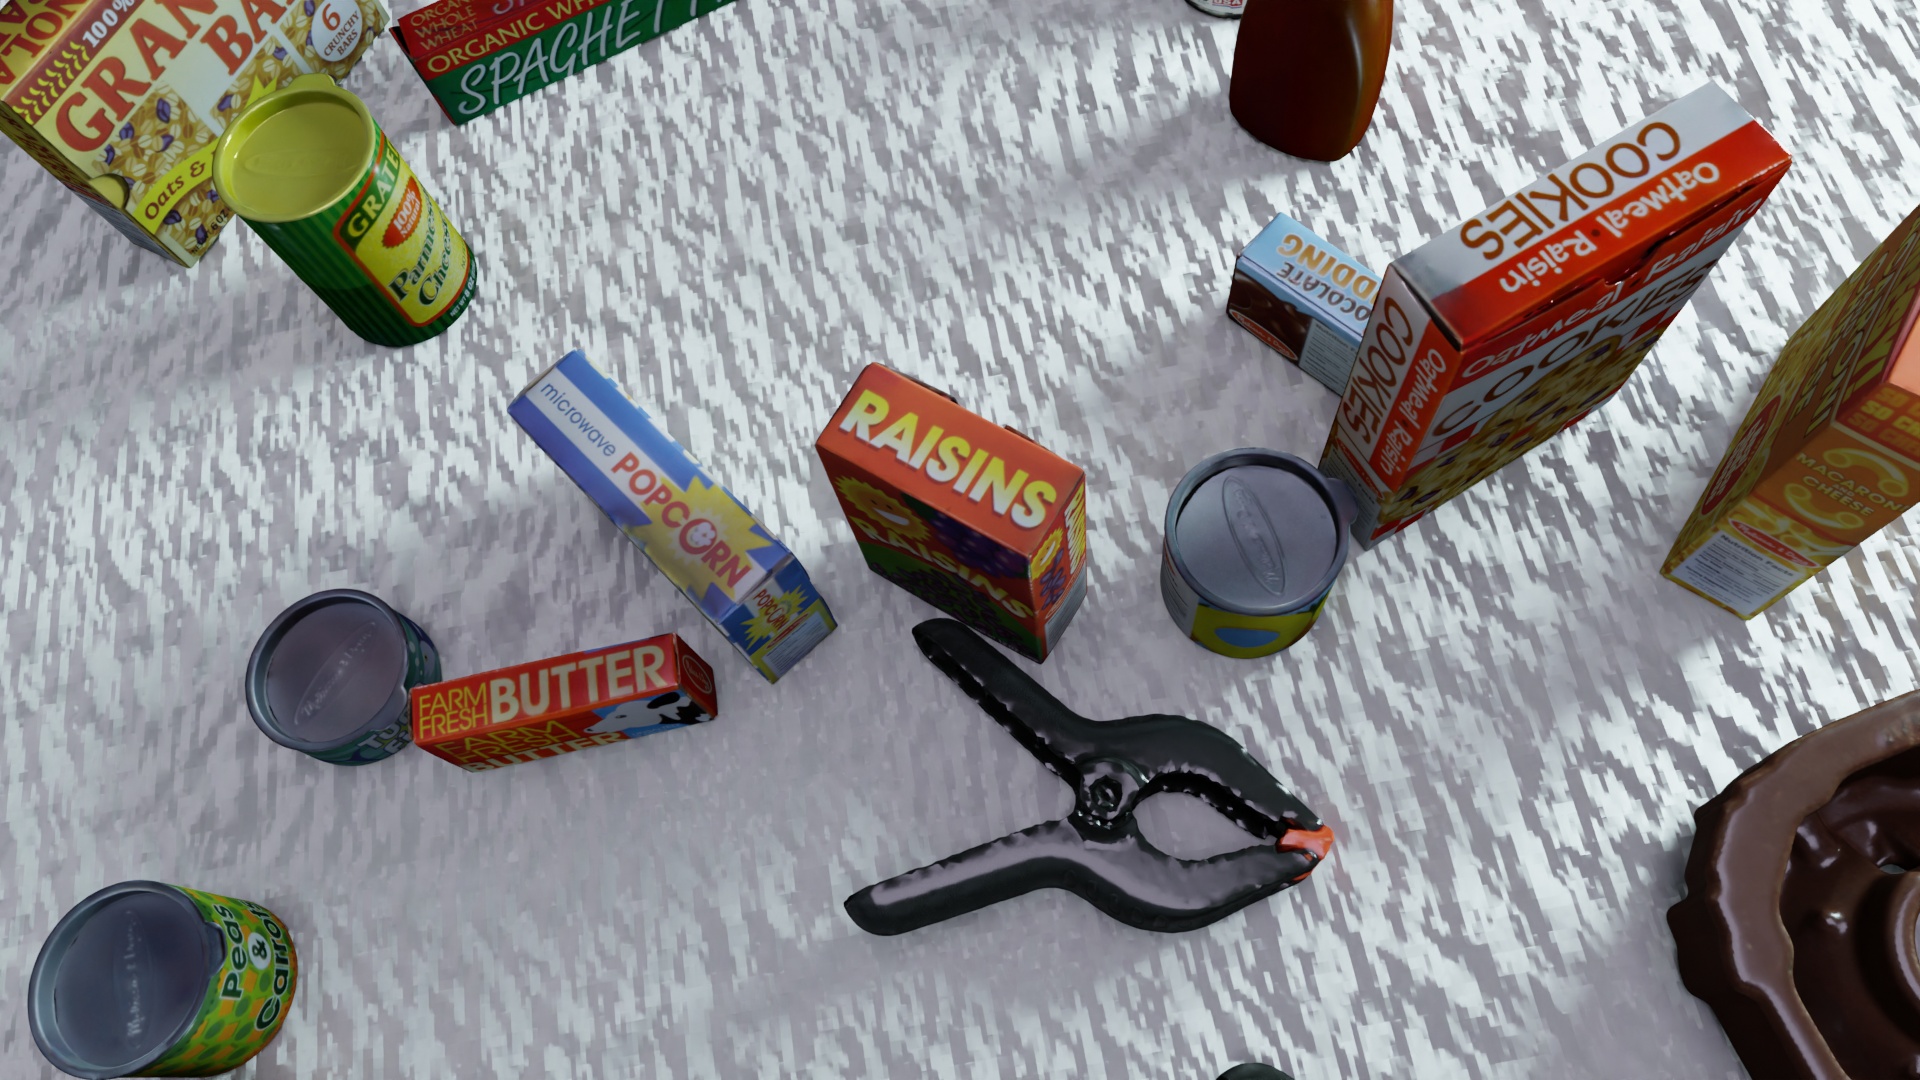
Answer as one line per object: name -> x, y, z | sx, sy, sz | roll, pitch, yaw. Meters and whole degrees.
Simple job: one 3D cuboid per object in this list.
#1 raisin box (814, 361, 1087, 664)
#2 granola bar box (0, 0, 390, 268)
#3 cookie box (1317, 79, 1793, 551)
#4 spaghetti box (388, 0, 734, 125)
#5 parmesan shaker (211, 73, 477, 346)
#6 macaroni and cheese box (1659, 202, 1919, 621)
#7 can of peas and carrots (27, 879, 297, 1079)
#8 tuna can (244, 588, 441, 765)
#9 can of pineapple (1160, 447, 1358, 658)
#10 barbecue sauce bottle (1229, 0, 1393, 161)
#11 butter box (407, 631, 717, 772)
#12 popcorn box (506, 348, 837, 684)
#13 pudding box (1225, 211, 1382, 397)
raisin box -> 0.002, -0.006, 0.506 | 0.086, 0.123, 0.040 | 29, 75, 15
granola bar box -> -0.346, -0.224, 0.626 | 0.039, 0.124, 0.166 | 25, 73, 14
cookie box -> 0.196, -0.068, 0.488 | 0.123, 0.167, 0.040 | -30, 69, -6
spaghetti box -> -0.144, -0.273, 0.665 | 0.250, 0.050, 0.029 | -27, 69, -5
parmesan shaker -> -0.258, -0.138, 0.595 | 0.071, 0.102, 0.071 | -2, 69, 5
macaroni and cheese box -> 0.311, -0.054, 0.472 | 0.040, 0.166, 0.124 | 31, 75, 16
can of peas and carrots -> -0.284, 0.159, 0.504 | 0.071, 0.058, 0.071 | -2, 69, 5
tuna can -> -0.243, 0.056, 0.555 | 0.071, 0.032, 0.071 | -2, 69, 5
can of pineapple -> 0.111, 0.006, 0.526 | 0.071, 0.057, 0.071 | -2, 69, 5
barbecue sauce bottle -> 0.146, -0.218, 0.562 | 0.065, 0.148, 0.044 | 30, 75, 16
butter box -> -0.150, 0.063, 0.532 | 0.103, 0.053, 0.024 | -12, 68, 1
popcorn box -> -0.110, -0.008, 0.539 | 0.038, 0.085, 0.127 | -44, 71, -11
pudding box -> 0.150, -0.090, 0.564 | 0.084, 0.049, 0.030 | 39, 77, 18
